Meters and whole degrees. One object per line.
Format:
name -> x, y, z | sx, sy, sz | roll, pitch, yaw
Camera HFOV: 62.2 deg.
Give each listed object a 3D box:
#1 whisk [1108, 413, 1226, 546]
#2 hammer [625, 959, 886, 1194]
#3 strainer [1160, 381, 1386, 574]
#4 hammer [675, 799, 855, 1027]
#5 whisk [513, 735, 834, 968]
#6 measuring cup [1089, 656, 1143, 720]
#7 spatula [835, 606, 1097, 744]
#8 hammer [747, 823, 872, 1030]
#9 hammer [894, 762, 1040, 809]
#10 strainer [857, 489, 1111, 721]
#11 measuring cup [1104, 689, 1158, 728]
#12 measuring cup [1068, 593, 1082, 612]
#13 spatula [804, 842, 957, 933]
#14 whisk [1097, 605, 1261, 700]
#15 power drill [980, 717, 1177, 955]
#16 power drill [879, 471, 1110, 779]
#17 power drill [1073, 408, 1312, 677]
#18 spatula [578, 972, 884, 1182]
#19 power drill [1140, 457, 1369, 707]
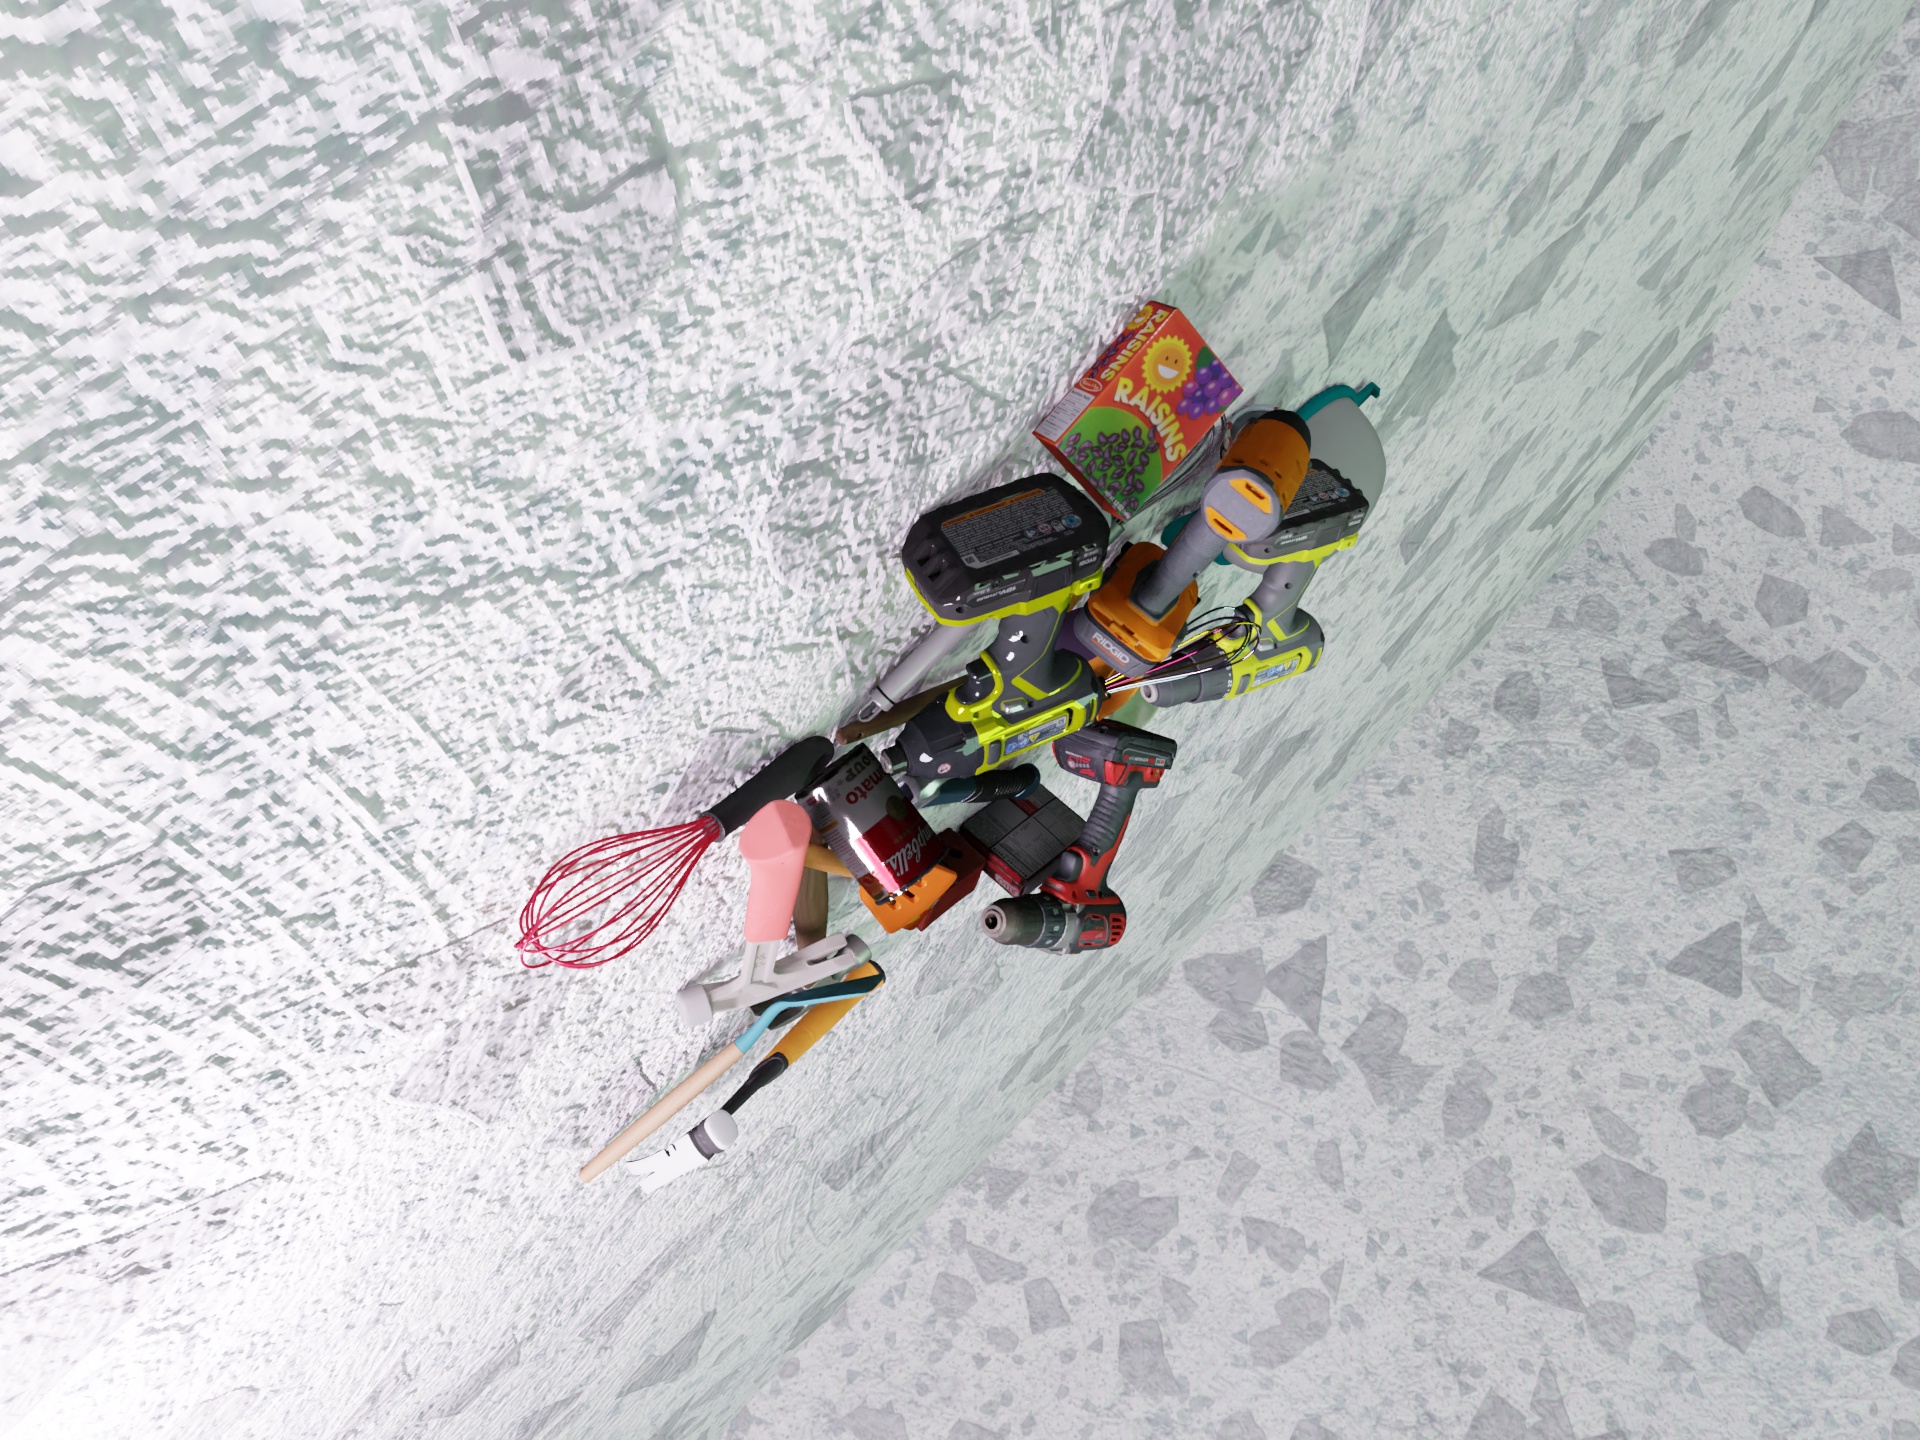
whisk -> 0.116, -0.157, 1.238 | 0.239, 0.055, 0.055 | -47, 161, 11
hammer -> -0.168, 0.313, 1.463 | 0.127, 0.034, 0.337 | -35, -179, 34
strainer -> 0.307, -0.193, 1.498 | 0.340, 0.095, 0.211 | -28, 153, -48
hammer -> -0.130, 0.139, 1.152 | 0.149, 0.037, 0.358 | -19, 159, -19
whisk -> -0.176, 0.078, 1.041 | 0.296, 0.073, 0.073 | -37, 159, -47
measuring cup -> 0.153, -0.053, 1.492 | 0.095, 0.052, 0.173 | -57, 158, 17
spatula -> 0.019, -0.035, 1.268 | 0.316, 0.018, 0.059 | -24, 131, -42
hammer -> -0.130, 0.174, 1.358 | 0.130, 0.031, 0.331 | -40, 159, -24
hammer -> 0.007, 0.059, 1.394 | 0.128, 0.033, 0.331 | -35, 169, 16
strainer -> 0.017, -0.091, 1.153 | 0.258, 0.050, 0.086 | -44, 141, 5
measuring cup -> 0.161, -0.056, 1.555 | 0.083, 0.038, 0.167 | -34, 140, -25
measuring cup -> 0.085, -0.066, 1.359 | 0.156, 0.029, 0.062 | -56, 160, 20
spatula -> -0.083, 0.121, 1.252 | 0.081, 0.041, 0.322 | -41, 162, 5
whisk -> 0.144, -0.039, 1.380 | 0.245, 0.051, 0.047 | -22, 179, 20
power drill -> 0.106, 0.111, 1.489 | 0.187, 0.080, 0.226 | 8, 99, -50
power drill -> 0.023, -0.051, 1.109 | 0.171, 0.080, 0.223 | -22, 144, -19
power drill -> 0.196, -0.152, 1.278 | 0.226, 0.084, 0.164 | -50, -177, 43
spatula -> -0.202, 0.306, 1.370 | 0.317, 0.044, 0.082 | -40, 178, 6
power drill -> 0.261, -0.110, 1.428 | 0.190, 0.080, 0.228 | -18, 141, -26
